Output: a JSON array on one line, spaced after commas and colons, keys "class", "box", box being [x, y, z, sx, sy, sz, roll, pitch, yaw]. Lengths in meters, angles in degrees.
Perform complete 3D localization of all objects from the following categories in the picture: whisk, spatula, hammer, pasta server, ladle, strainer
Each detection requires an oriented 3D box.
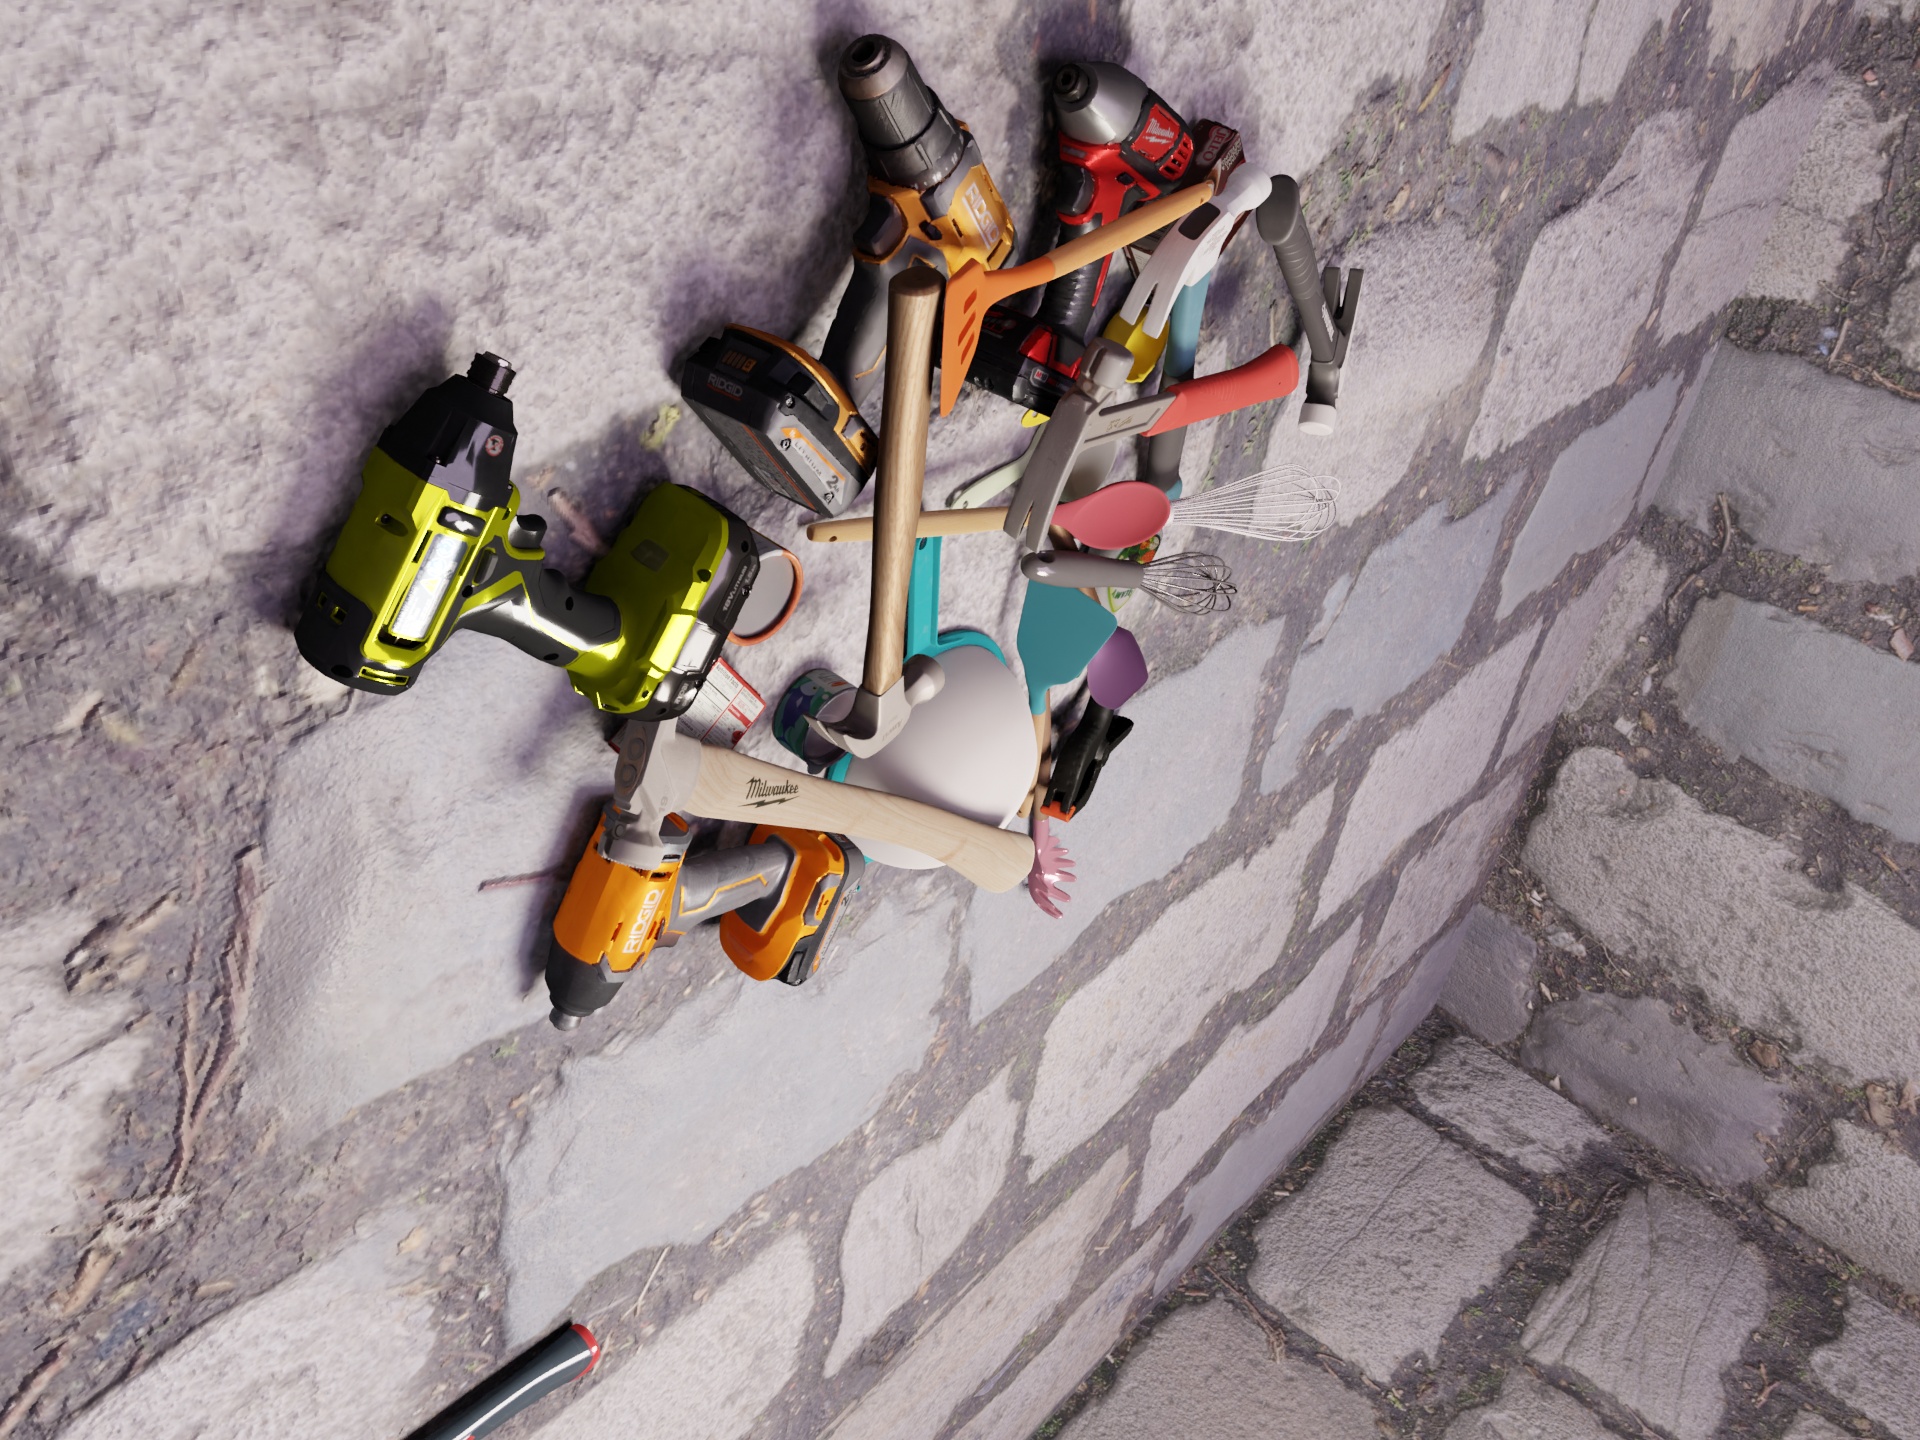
[{"class": "whisk", "box": [0.136, -0.112, 1.254, 0.238, 0.055, 0.055, 1, 119, -42]}, {"class": "spatula", "box": [0.071, -0.003, 1.358, 0.044, 0.082, 0.317, -48, 161, -27]}, {"class": "hammer", "box": [-0.041, -0.110, 0.947, 0.130, 0.031, 0.331, -46, 154, -43]}, {"class": "hammer", "box": [0.159, -0.224, 1.171, 0.359, 0.037, 0.149, -27, 148, -52]}, {"class": "spatula", "box": [0.103, -0.096, 1.293, 0.060, 0.018, 0.315, -42, 145, -8]}, {"class": "spatula", "box": [0.073, -0.278, 0.967, 0.322, 0.041, 0.081, -37, 144, -40]}, {"class": "pasta server", "box": [0.083, 0.073, 1.487, 0.316, 0.040, 0.060, 87, 26, -45]}, {"class": "whisk", "box": [0.191, -0.172, 1.308, 0.284, 0.070, 0.070, -8, 129, -23]}, {"class": "hammer", "box": [0.168, -0.266, 1.225, 0.128, 0.033, 0.330, -45, 160, -20]}, {"class": "hammer", "box": [0.281, -0.352, 1.284, 0.334, 0.035, 0.146, 24, 78, -69]}, {"class": "ladle", "box": [0.026, -0.142, 1.129, 0.315, 0.031, 0.069, -9, 145, -37]}, {"class": "hammer", "box": [-0.436, 0.570, 1.188, 0.386, 0.038, 0.143, -28, 139, -41]}, {"class": "hammer", "box": [-0.070, 0.054, 1.097, 0.410, 0.038, 0.146, 19, 86, -52]}, {"class": "strainer", "box": [-0.002, -0.004, 1.221, 0.211, 0.095, 0.340, -37, 147, -32]}]

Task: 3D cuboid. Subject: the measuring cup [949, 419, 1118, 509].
[{"class": "measuring cup", "box": [0.059, -0.183, 1.193, 0.167, 0.038, 0.083, -35, 144, -36]}]

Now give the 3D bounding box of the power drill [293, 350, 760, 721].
[{"class": "power drill", "box": [-0.215, -0.086, 0.837, 0.223, 0.080, 0.171, 16, 105, -57]}]

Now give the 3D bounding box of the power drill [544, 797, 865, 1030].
[{"class": "power drill", "box": [-0.184, 0.137, 1.103, 0.226, 0.084, 0.164, 7, 113, -54]}]

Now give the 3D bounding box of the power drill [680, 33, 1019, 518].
[{"class": "power drill", "box": [-0.062, -0.252, 0.903, 0.226, 0.084, 0.185, -57, 151, -9]}]

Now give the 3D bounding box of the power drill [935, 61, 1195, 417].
[{"class": "power drill", "box": [0.069, -0.316, 1.044, 0.143, 0.079, 0.219, 6, 110, -59]}]

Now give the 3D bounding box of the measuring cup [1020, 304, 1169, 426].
[{"class": "measuring cup", "box": [0.094, -0.262, 1.186, 0.156, 0.029, 0.062, -36, 147, -25]}]
